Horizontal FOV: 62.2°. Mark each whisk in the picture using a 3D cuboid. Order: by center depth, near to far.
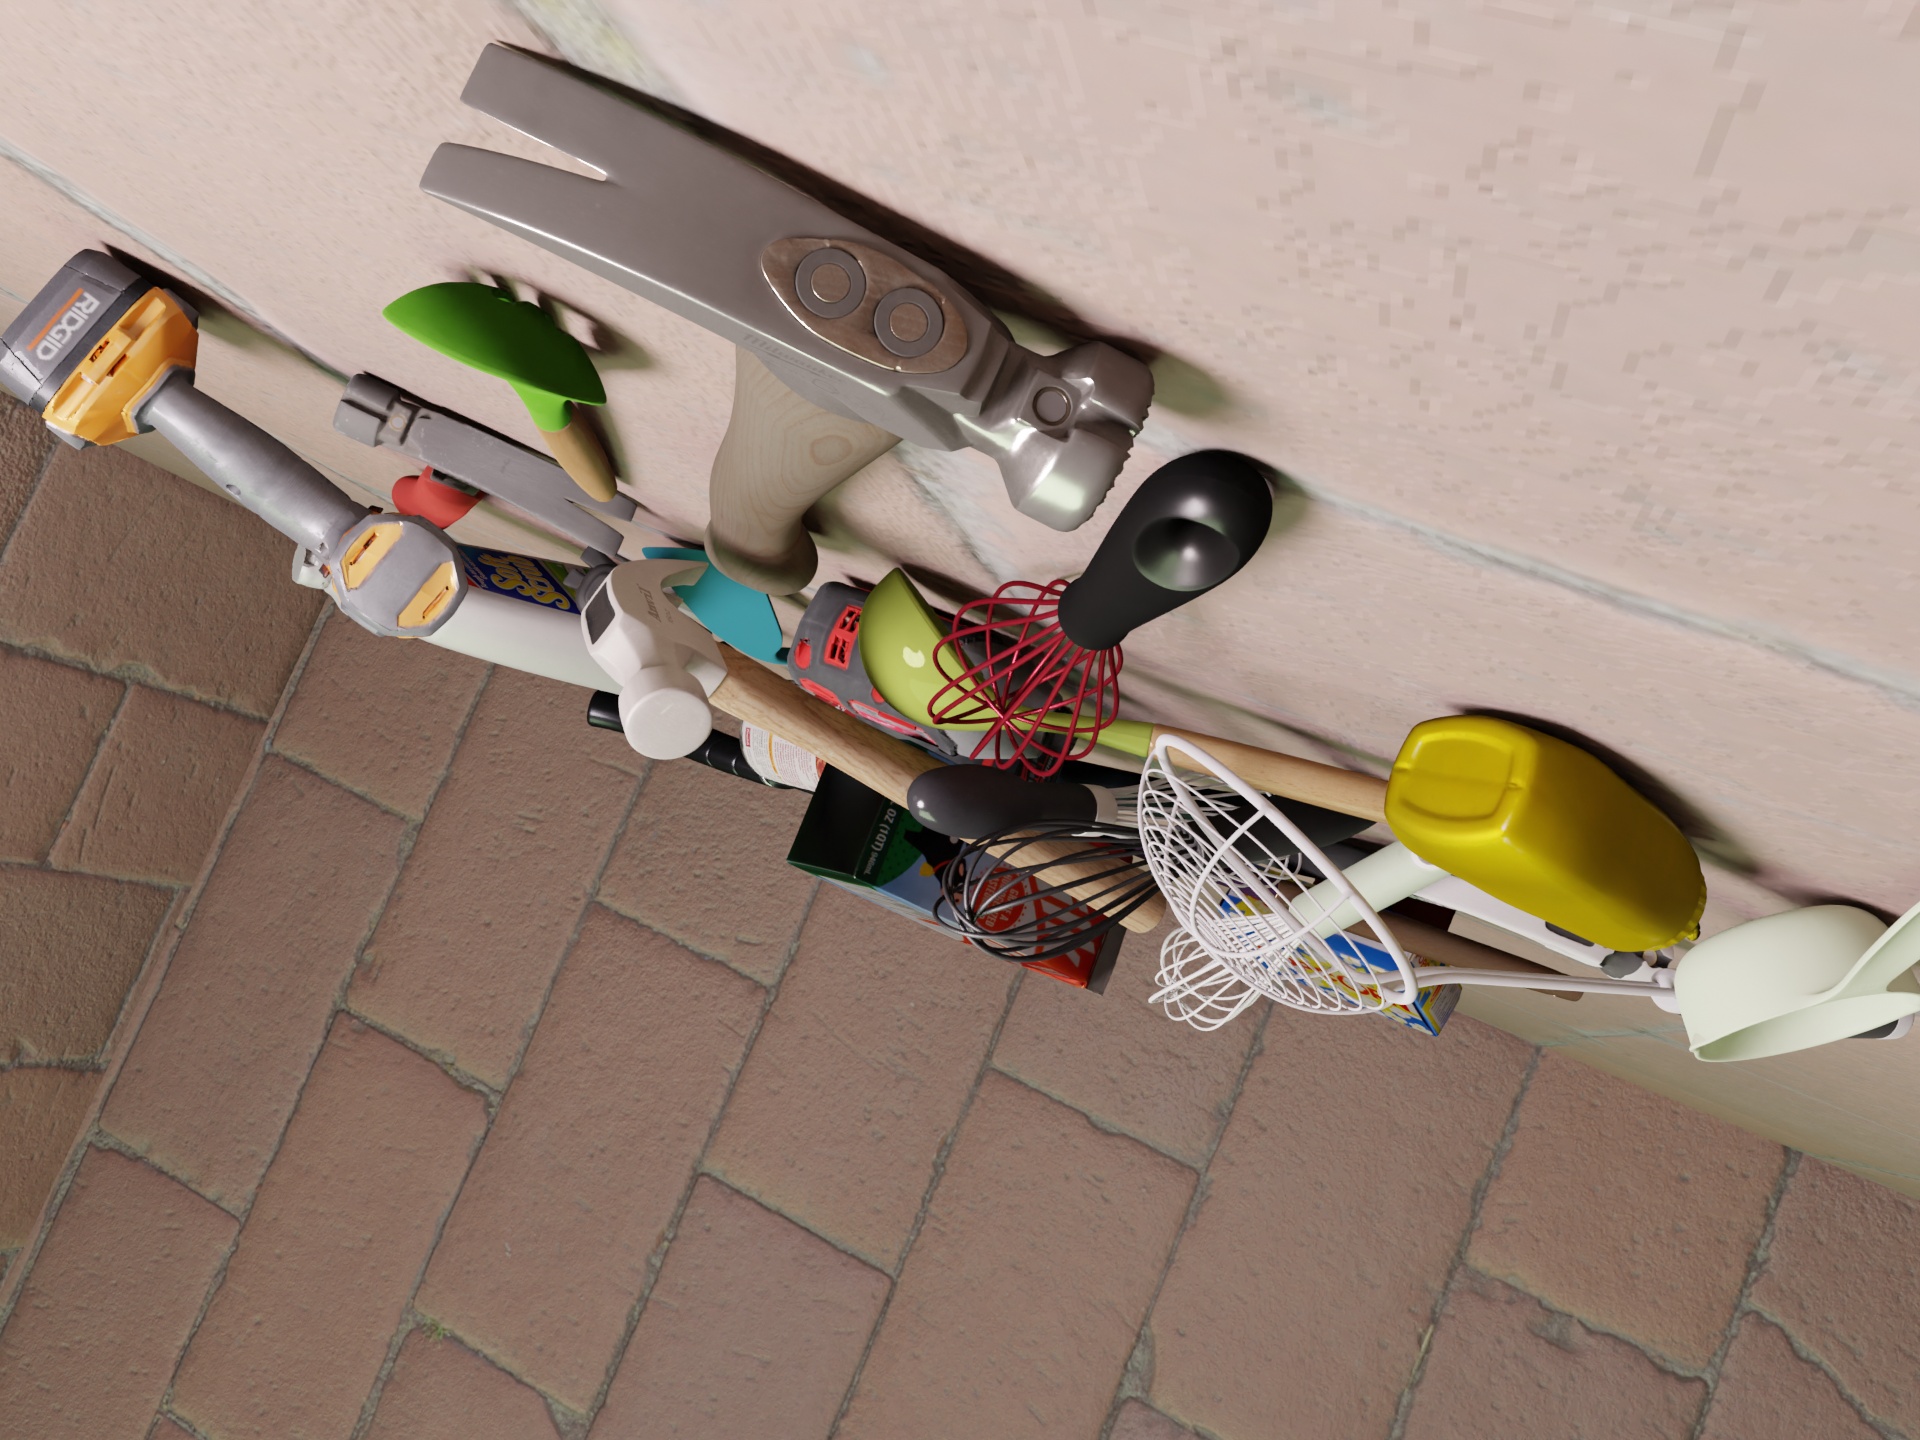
[{"bbox_3d":[0.038,-0.029,0.499,0.073,0.073,0.296,23,168,-5],"label":"whisk"},{"bbox_3d":[0.092,0.054,0.656,0.239,0.055,0.055,-11,-165,-33],"label":"whisk"},{"bbox_3d":[0.076,0.042,0.713,0.070,0.070,0.284,18,-172,42],"label":"whisk"},{"bbox_3d":[0.171,0.103,0.802,0.059,0.058,0.246,-11,161,-34],"label":"whisk"}]

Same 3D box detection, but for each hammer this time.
[{"bbox_3d":[-0.068,-0.083,0.500,0.146,0.038,0.410,25,175,-10],"label":"hammer"},{"bbox_3d":[-0.022,0.024,0.687,0.331,0.031,0.130,30,-162,-39],"label":"hammer"},{"bbox_3d":[0.233,0.085,0.918,0.146,0.035,0.335,24,175,-20],"label":"hammer"},{"bbox_3d":[-0.195,-0.068,0.941,0.127,0.034,0.337,36,177,-6],"label":"hammer"},{"bbox_3d":[-0.294,-0.135,0.947,0.149,0.037,0.359,25,174,-20],"label":"hammer"},{"bbox_3d":[0.050,0.031,0.997,0.143,0.038,0.386,17,177,-37],"label":"hammer"},{"bbox_3d":[-0.103,0.041,1.096,0.409,0.036,0.149,18,-165,30],"label":"hammer"}]

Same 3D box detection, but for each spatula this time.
[{"bbox_3d":[0.191,0.098,0.847,0.316,0.018,0.060,19,175,-8],"label":"spatula"},{"bbox_3d":[-0.073,-0.042,1.000,0.082,0.044,0.317,9,173,32],"label":"spatula"}]

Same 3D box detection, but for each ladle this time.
[{"bbox_3d":[0.108,0.003,0.658,0.320,0.062,0.078,15,178,10],"label":"ladle"}]

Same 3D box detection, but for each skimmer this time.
[{"bbox_3d":[0.236,0.073,0.617,0.363,0.090,0.127,8,-172,-19],"label":"skimmer"}]

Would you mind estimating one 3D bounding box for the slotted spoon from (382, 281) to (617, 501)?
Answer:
[{"bbox_3d":[-0.155,-0.115,0.611,0.070,0.031,0.314,24,177,-5],"label":"slotted spoon"}]

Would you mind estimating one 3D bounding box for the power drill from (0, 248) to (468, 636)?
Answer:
[{"bbox_3d":[-0.353,-0.124,0.810,0.226,0.084,0.185,39,172,-18],"label":"power drill"}]

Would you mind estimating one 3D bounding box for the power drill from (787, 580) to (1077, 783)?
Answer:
[{"bbox_3d":[-0.001,-0.003,0.838,0.143,0.078,0.219,22,172,10],"label":"power drill"}]

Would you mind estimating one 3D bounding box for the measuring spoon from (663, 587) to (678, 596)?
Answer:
[{"bbox_3d":[-0.161,-0.092,0.961,0.034,0.018,0.124,23,168,-18],"label":"measuring spoon"}]

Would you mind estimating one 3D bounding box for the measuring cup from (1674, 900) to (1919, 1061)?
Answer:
[{"bbox_3d":[0.289,0.071,0.524,0.083,0.038,0.167,-10,151,1],"label":"measuring cup"}]
